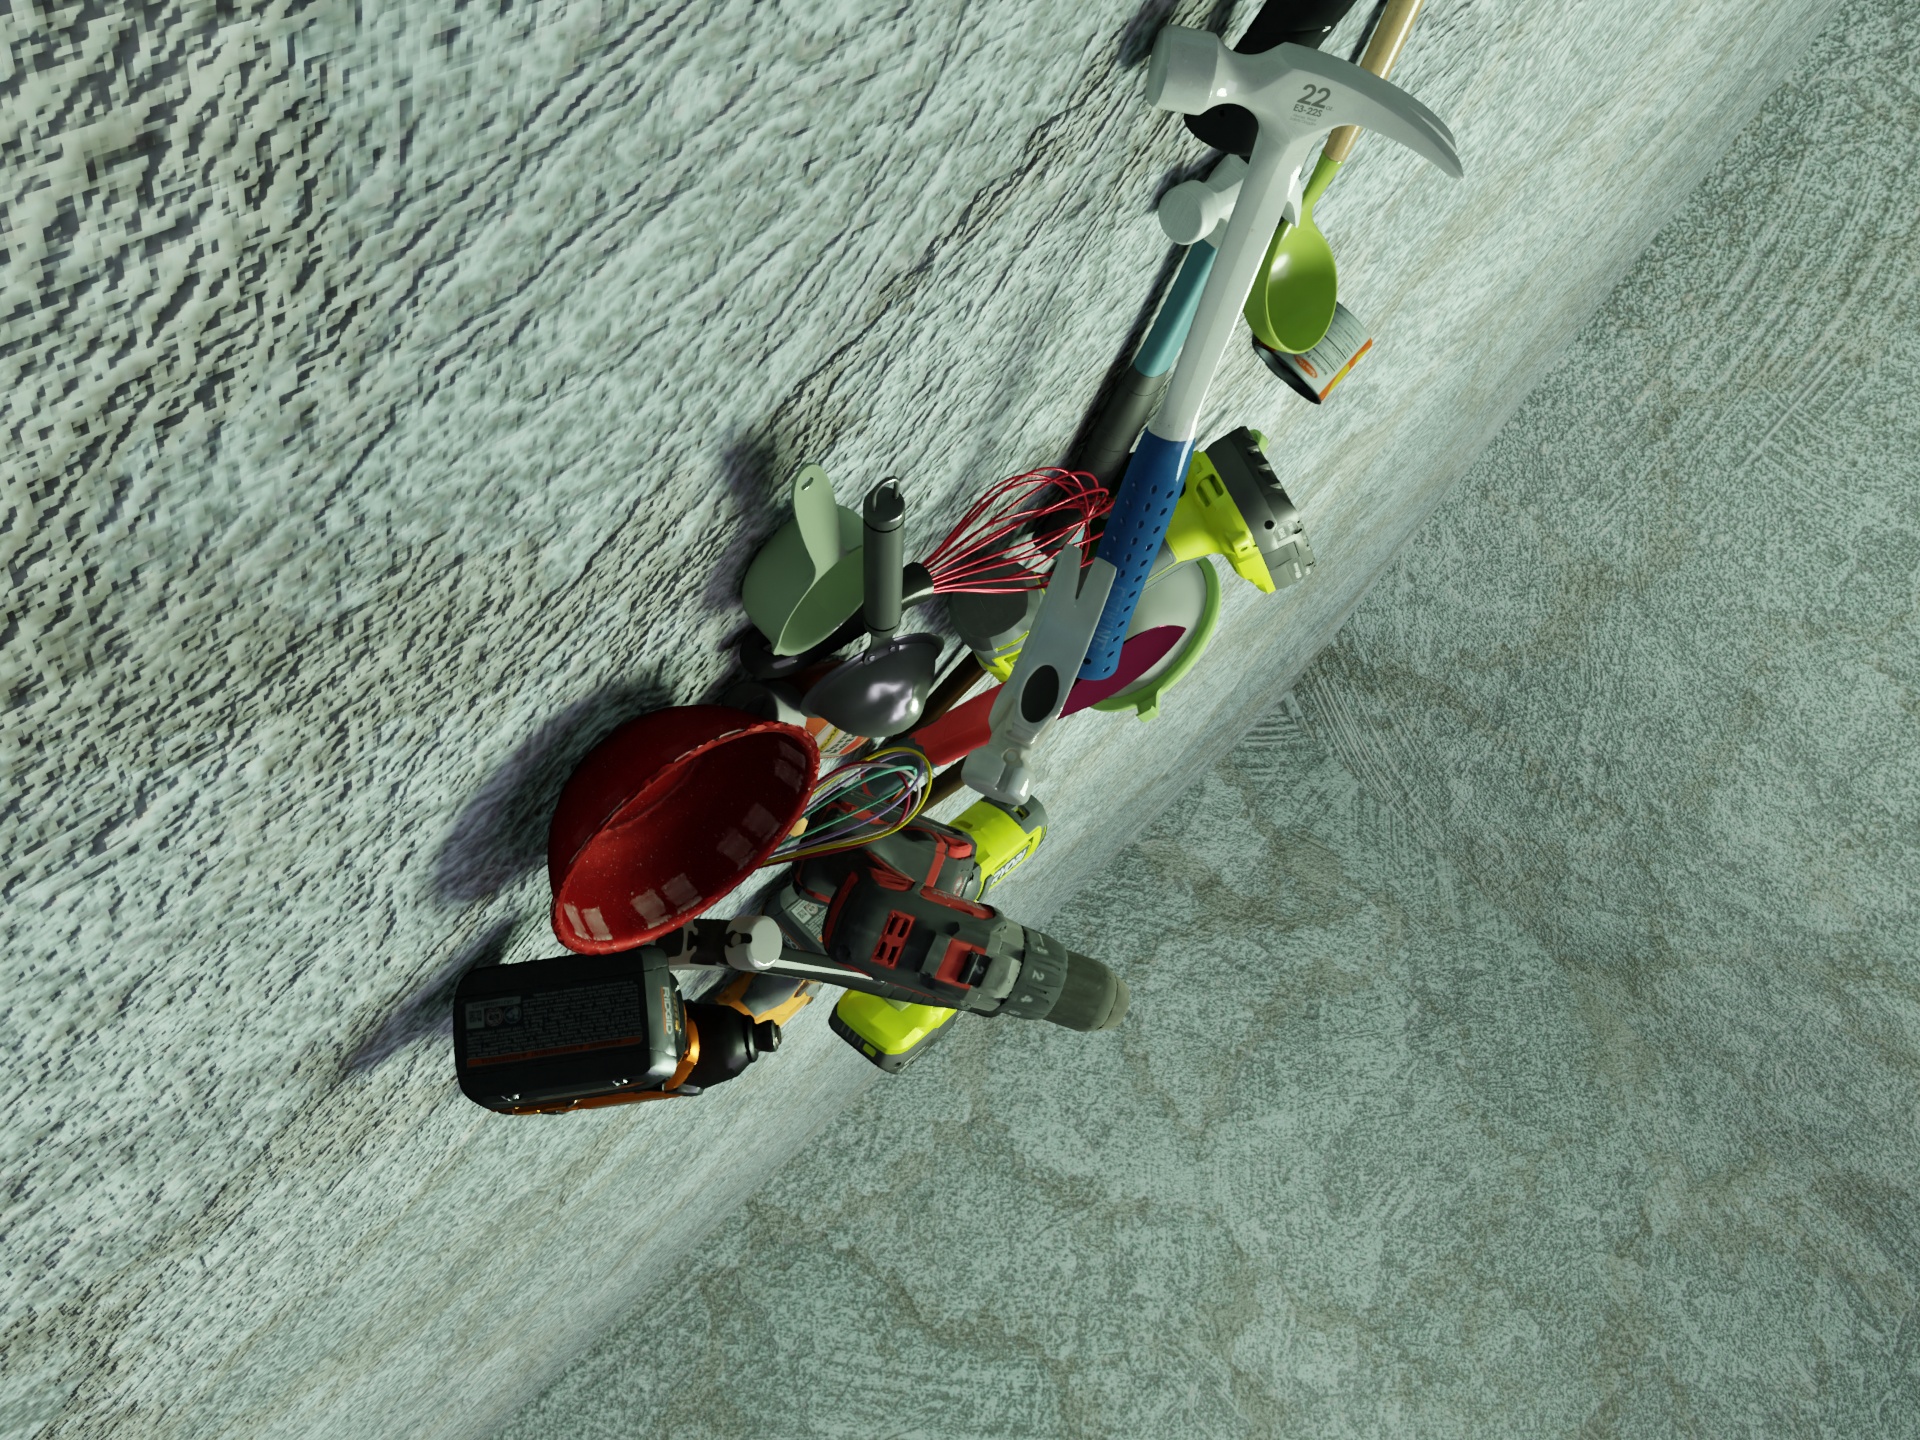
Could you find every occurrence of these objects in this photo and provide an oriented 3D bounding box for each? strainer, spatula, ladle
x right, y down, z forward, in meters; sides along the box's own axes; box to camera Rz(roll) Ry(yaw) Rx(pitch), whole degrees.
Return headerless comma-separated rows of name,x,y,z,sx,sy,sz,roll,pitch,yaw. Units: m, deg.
strainer,0.152,-0.130,1.240,0.069,0.152,0.256,34,88,-36
strainer,-0.039,-0.045,0.793,0.087,0.050,0.258,-24,158,-14
spatula,-0.123,0.062,1.032,0.081,0.041,0.322,-29,168,-2
ladle,0.234,-0.339,0.909,0.078,0.062,0.320,-40,164,-29

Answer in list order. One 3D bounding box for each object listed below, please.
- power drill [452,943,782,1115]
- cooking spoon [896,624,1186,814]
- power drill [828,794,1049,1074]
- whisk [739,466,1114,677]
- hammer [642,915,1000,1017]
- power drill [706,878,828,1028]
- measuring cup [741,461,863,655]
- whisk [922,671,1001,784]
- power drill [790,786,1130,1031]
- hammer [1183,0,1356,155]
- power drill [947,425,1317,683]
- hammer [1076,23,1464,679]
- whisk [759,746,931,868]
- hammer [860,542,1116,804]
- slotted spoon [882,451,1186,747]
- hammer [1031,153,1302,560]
power drill,-0.200,0.192,0.961,0.164,0.084,0.226,-8,163,-2
cooking spoon,0.029,0.017,1.115,0.319,0.017,0.068,-36,159,31
power drill,-0.024,0.168,1.257,0.171,0.080,0.223,-34,153,-49
whisk,-0.010,-0.085,0.905,0.296,0.073,0.073,-29,160,-39
hammer,-0.081,0.174,1.092,0.146,0.035,0.334,-8,161,37
power drill,-0.123,0.188,1.363,0.185,0.084,0.226,-38,170,-42
measuring cup,-0.073,-0.086,0.734,0.083,0.038,0.167,-43,166,-13
whisk,0.037,-0.044,1.241,0.246,0.057,0.059,-54,-160,22
power drill,-0.008,0.123,0.995,0.080,0.187,0.227,-67,-162,4
hammer,0.194,-0.365,0.591,0.036,0.149,0.408,-37,174,-34
power drill,0.119,-0.088,1.079,0.228,0.080,0.190,-29,156,10
hammer,0.119,-0.157,0.827,0.405,0.144,0.035,107,-10,-52
whisk,-0.122,0.081,0.931,0.245,0.047,0.051,-27,174,17
hammer,-0.002,-0.003,1.012,0.143,0.038,0.386,-67,-169,-13
slotted spoon,0.045,-0.072,1.153,0.313,0.070,0.031,-45,-167,21
hammer,0.111,-0.208,0.970,0.128,0.033,0.330,-36,165,-35
